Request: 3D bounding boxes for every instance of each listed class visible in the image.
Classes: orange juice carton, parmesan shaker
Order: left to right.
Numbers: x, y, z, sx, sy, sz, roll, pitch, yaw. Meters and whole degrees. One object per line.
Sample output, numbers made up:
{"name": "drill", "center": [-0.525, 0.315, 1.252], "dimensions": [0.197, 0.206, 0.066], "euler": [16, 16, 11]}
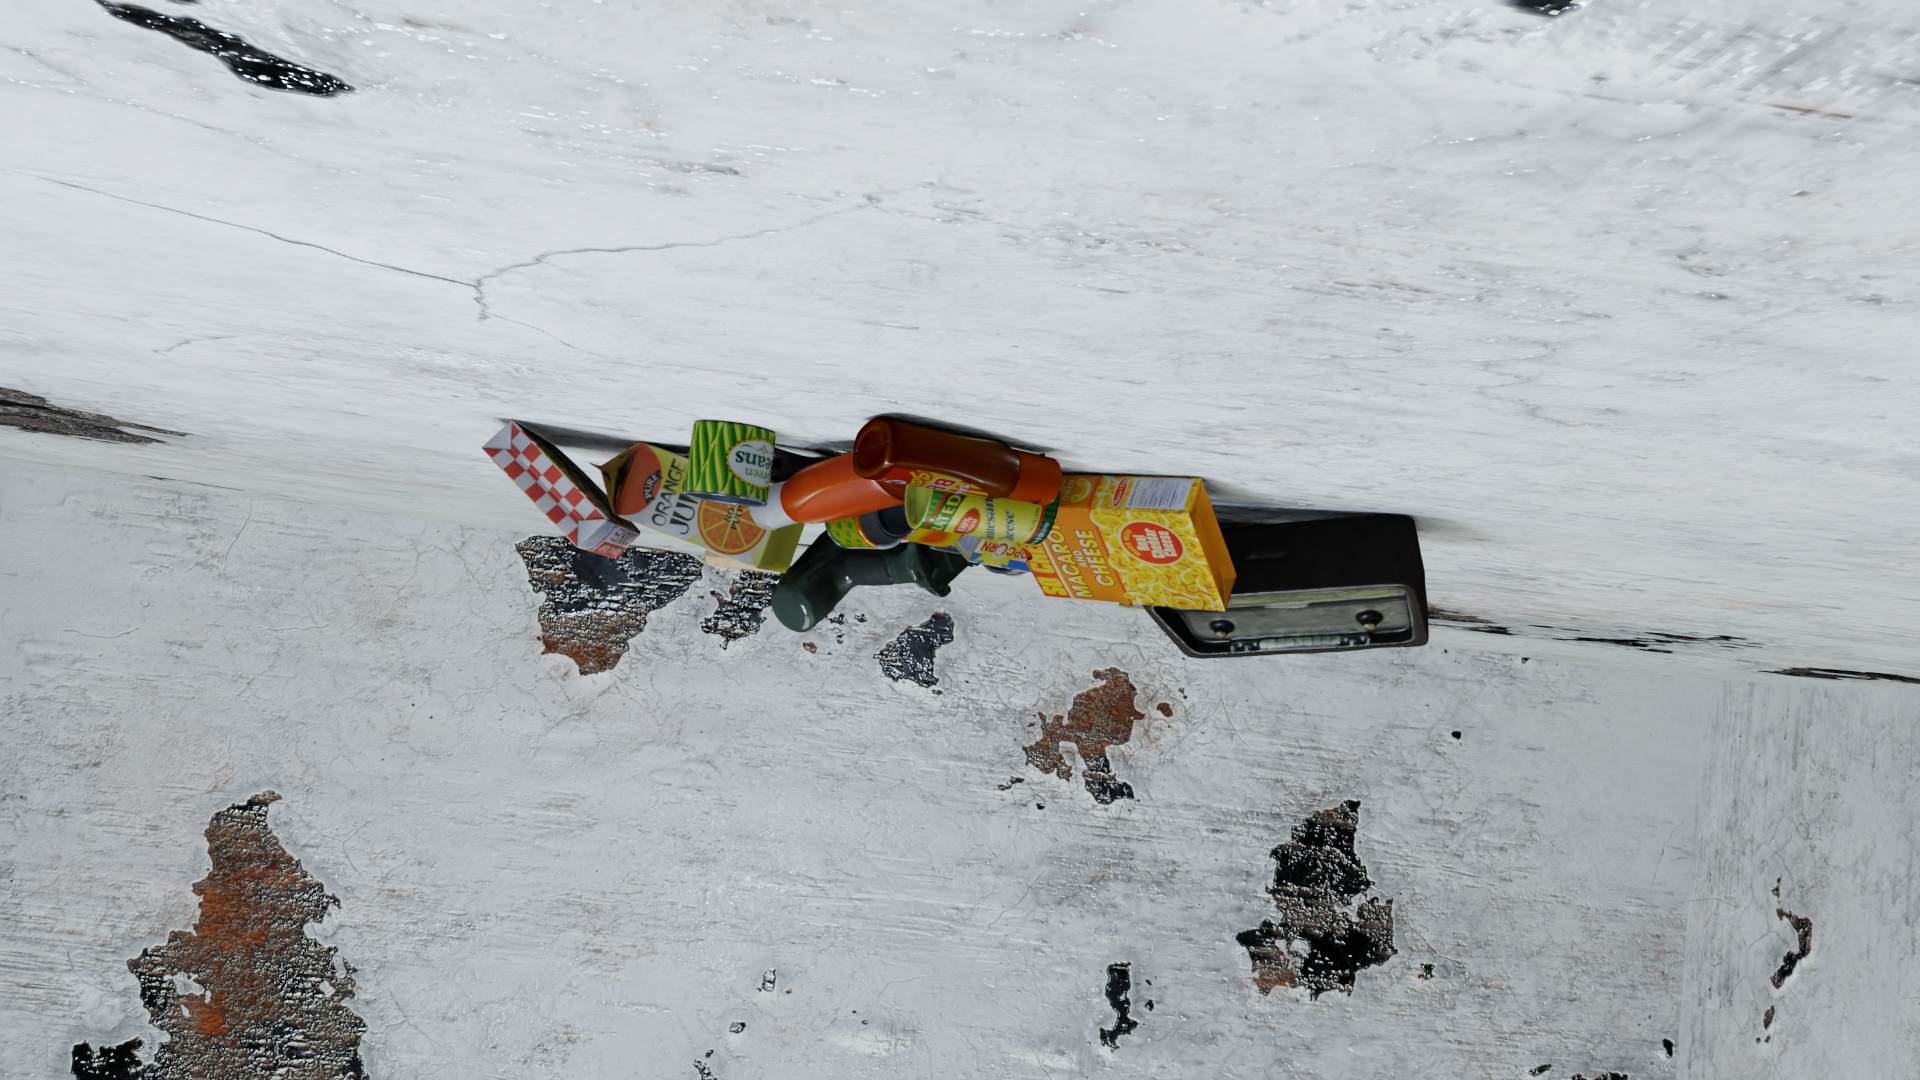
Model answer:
{"name": "orange juice carton", "center": [-0.243, -0.036, 1.272], "dimensions": [0.193, 0.073, 0.072], "euler": [19, 179, 15]}
{"name": "parmesan shaker", "center": [0.018, -0.037, 1.059], "dimensions": [0.103, 0.071, 0.071], "euler": [8, 175, -19]}

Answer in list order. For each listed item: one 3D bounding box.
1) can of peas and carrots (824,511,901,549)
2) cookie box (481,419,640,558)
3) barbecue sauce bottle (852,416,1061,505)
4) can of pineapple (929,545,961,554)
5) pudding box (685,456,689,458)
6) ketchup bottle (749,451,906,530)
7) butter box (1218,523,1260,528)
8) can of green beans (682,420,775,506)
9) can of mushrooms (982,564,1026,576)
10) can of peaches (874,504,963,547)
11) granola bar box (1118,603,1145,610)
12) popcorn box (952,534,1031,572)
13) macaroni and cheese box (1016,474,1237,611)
{"name": "can of peas and carrots", "center": [-0.091, -0.026, 1.348], "dimensions": [0.071, 0.071, 0.058], "euler": [11, 173, -38]}
{"name": "cookie box", "center": [-0.365, -0.044, 1.288], "dimensions": [0.123, 0.040, 0.167], "euler": [46, 175, 1]}
{"name": "barbecue sauce bottle", "center": [0.002, -0.054, 0.990], "dimensions": [0.149, 0.044, 0.065], "euler": [9, 171, -29]}
{"name": "can of pineapple", "center": [0.005, -0.017, 1.348], "dimensions": [0.071, 0.058, 0.071], "euler": [7, 175, 1]}
{"name": "pudding box", "center": [-0.267, -0.063, 1.366], "dimensions": [0.050, 0.030, 0.083], "euler": [12, 173, -36]}
{"name": "ketchup bottle", "center": [-0.107, -0.039, 1.128], "dimensions": [0.148, 0.043, 0.064], "euler": [-13, 155, 35]}
{"name": "butter box", "center": [0.288, 0.000, 1.338], "dimensions": [0.103, 0.024, 0.053], "euler": [3, 173, 38]}
{"name": "can of green beans", "center": [-0.182, -0.060, 1.097], "dimensions": [0.071, 0.058, 0.071], "euler": [7, 175, 1]}
{"name": "can of mushrooms", "center": [0.051, 0.004, 1.497], "dimensions": [0.071, 0.071, 0.033], "euler": [3, 175, 36]}
{"name": "can of peaches", "center": [-0.030, -0.031, 1.192], "dimensions": [0.071, 0.071, 0.058], "euler": [2, 173, 44]}
{"name": "granola bar box", "center": [0.231, 0.040, 1.376], "dimensions": [0.124, 0.039, 0.165], "euler": [7, 166, -1]}
{"name": "popcorn box", "center": [0.037, -0.012, 1.259], "dimensions": [0.127, 0.038, 0.085], "euler": [12, -152, -44]}
{"name": "macaroni and cheese box", "center": [0.128, 0.001, 1.132], "dimensions": [0.166, 0.040, 0.123], "euler": [3, 141, 30]}
